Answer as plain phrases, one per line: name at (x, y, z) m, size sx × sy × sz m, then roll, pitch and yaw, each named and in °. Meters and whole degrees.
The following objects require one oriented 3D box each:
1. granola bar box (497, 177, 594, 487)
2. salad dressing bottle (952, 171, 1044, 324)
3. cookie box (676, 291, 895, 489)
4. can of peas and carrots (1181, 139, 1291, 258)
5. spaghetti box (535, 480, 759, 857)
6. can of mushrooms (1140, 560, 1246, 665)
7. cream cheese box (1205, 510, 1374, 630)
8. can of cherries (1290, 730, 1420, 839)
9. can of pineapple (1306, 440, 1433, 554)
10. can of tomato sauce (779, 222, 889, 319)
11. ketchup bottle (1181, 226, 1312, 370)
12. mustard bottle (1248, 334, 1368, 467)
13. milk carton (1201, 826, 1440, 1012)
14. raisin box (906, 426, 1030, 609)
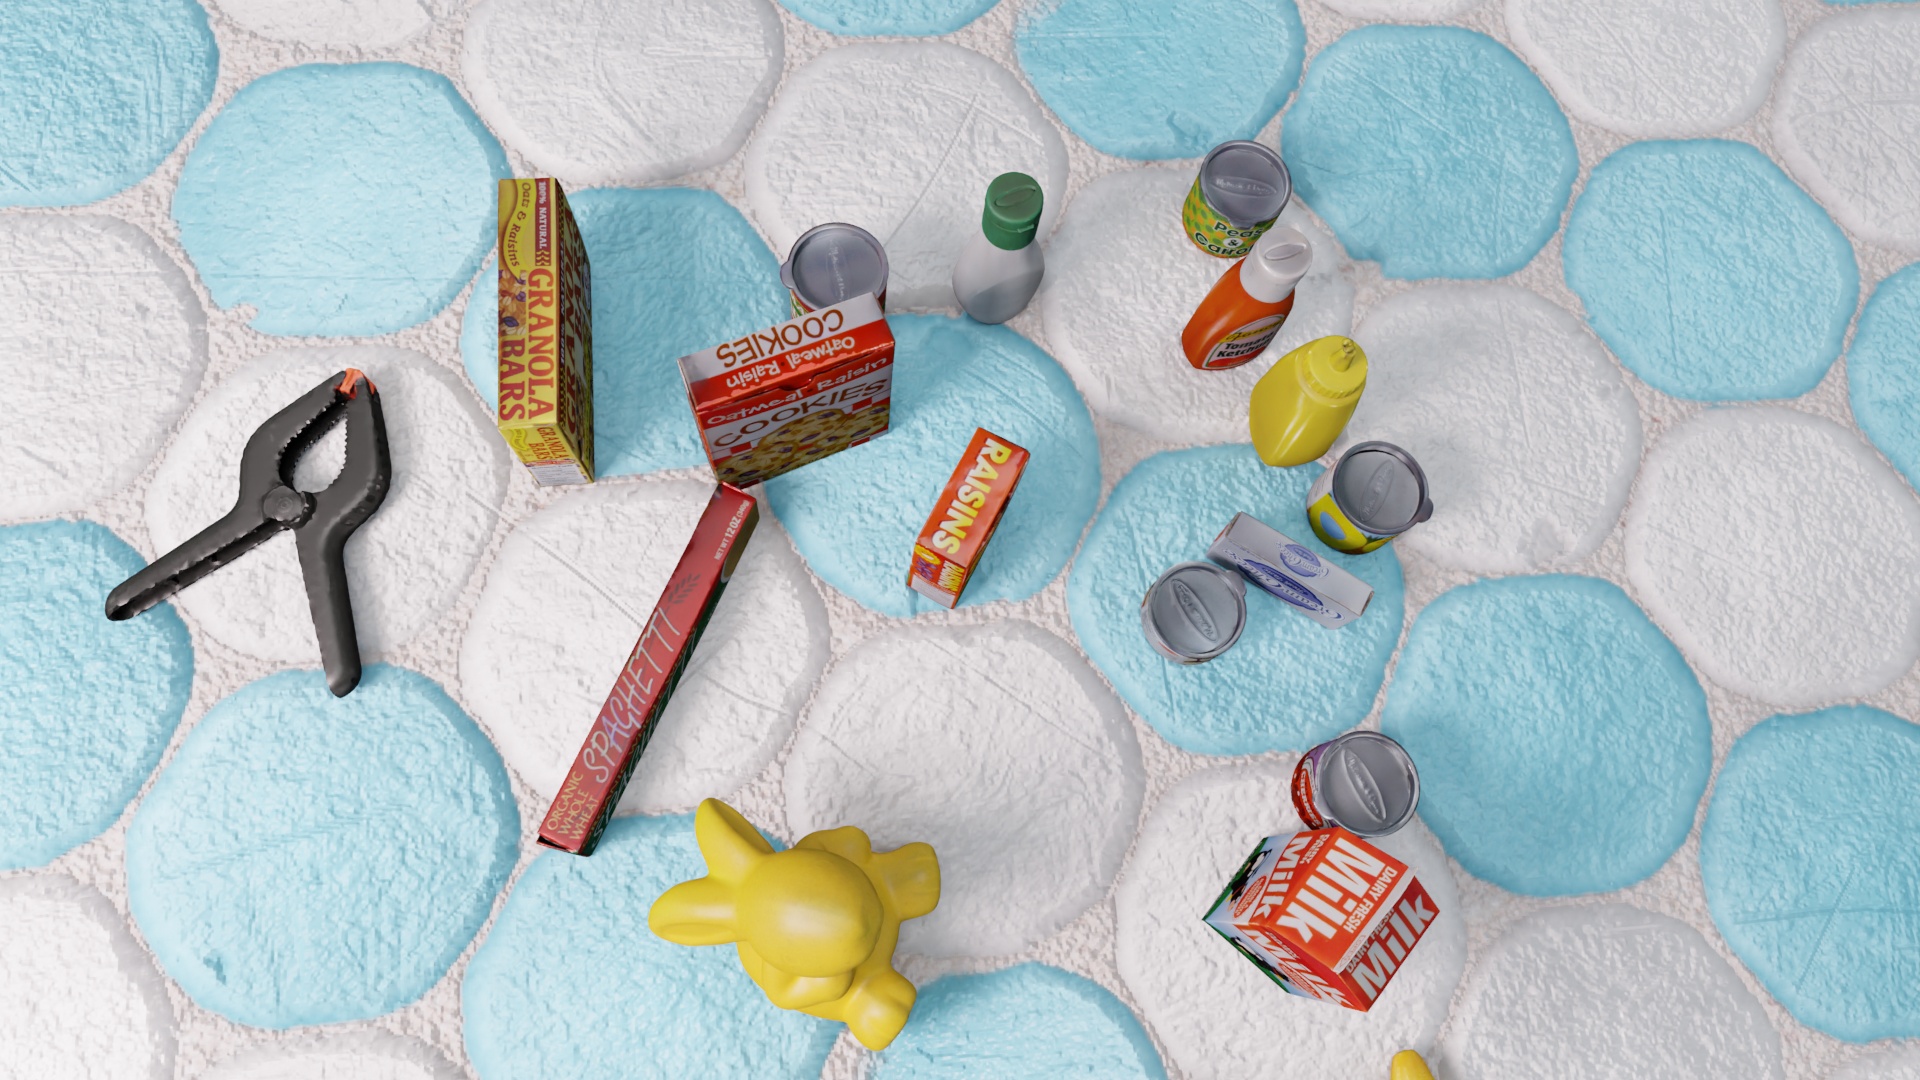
granola bar box at (-0.265, -0.131, 0.896) m, size 0.039 × 0.124 × 0.166 m, roll -4°, pitch 75°, yaw -6°
salad dressing bottle at (0.029, -0.193, 0.926) m, size 0.064 × 0.147 × 0.044 m, roll -22°, pitch 78°, yaw -10°
cookie box at (-0.106, -0.087, 0.875) m, size 0.123 × 0.167 × 0.040 m, roll -21°, pitch 78°, yaw -10°
can of peas and carrots at (0.198, -0.242, 1.000) m, size 0.071 × 0.058 × 0.071 m, roll 1°, pitch 75°, yaw -5°
spaghetti box at (-0.194, 0.081, 0.882) m, size 0.029 × 0.050 × 0.251 m, roll 24°, pitch 74°, yaw 2°
can of mushrooms at (0.157, 0.048, 0.930) m, size 0.071 × 0.033 × 0.071 m, roll 1°, pitch 75°, yaw -5°
cream cheese box at (0.220, 0.021, 0.933) m, size 0.104 × 0.053 × 0.024 m, roll 31°, pitch 75°, yaw 4°
can of cherries at (0.250, 0.160, 0.895) m, size 0.071 × 0.058 × 0.071 m, roll 1°, pitch 75°, yaw -5°
can of pineapple at (0.278, -0.027, 0.948) m, size 0.071 × 0.057 × 0.071 m, roll 1°, pitch 75°, yaw -5°
can of tomato sauce at (-0.085, -0.166, 0.942) m, size 0.071 × 0.083 × 0.071 m, roll 1°, pitch 75°, yaw -4°
ketchup bottle at (0.195, -0.161, 0.931) m, size 0.065 × 0.148 × 0.043 m, roll -16°, pitch 77°, yaw -9°
mustard bottle at (0.232, -0.097, 0.911) m, size 0.049 × 0.159 × 0.065 m, roll -9°, pitch 76°, yaw -7°
milk carton at (0.210, 0.218, 0.807) m, size 0.073 × 0.190 × 0.072 m, roll 40°, pitch 76°, yaw 6°
raisin box at (0.003, -0.011, 0.887) m, size 0.040 × 0.123 × 0.086 m, roll 28°, pitch 75°, yaw 3°
